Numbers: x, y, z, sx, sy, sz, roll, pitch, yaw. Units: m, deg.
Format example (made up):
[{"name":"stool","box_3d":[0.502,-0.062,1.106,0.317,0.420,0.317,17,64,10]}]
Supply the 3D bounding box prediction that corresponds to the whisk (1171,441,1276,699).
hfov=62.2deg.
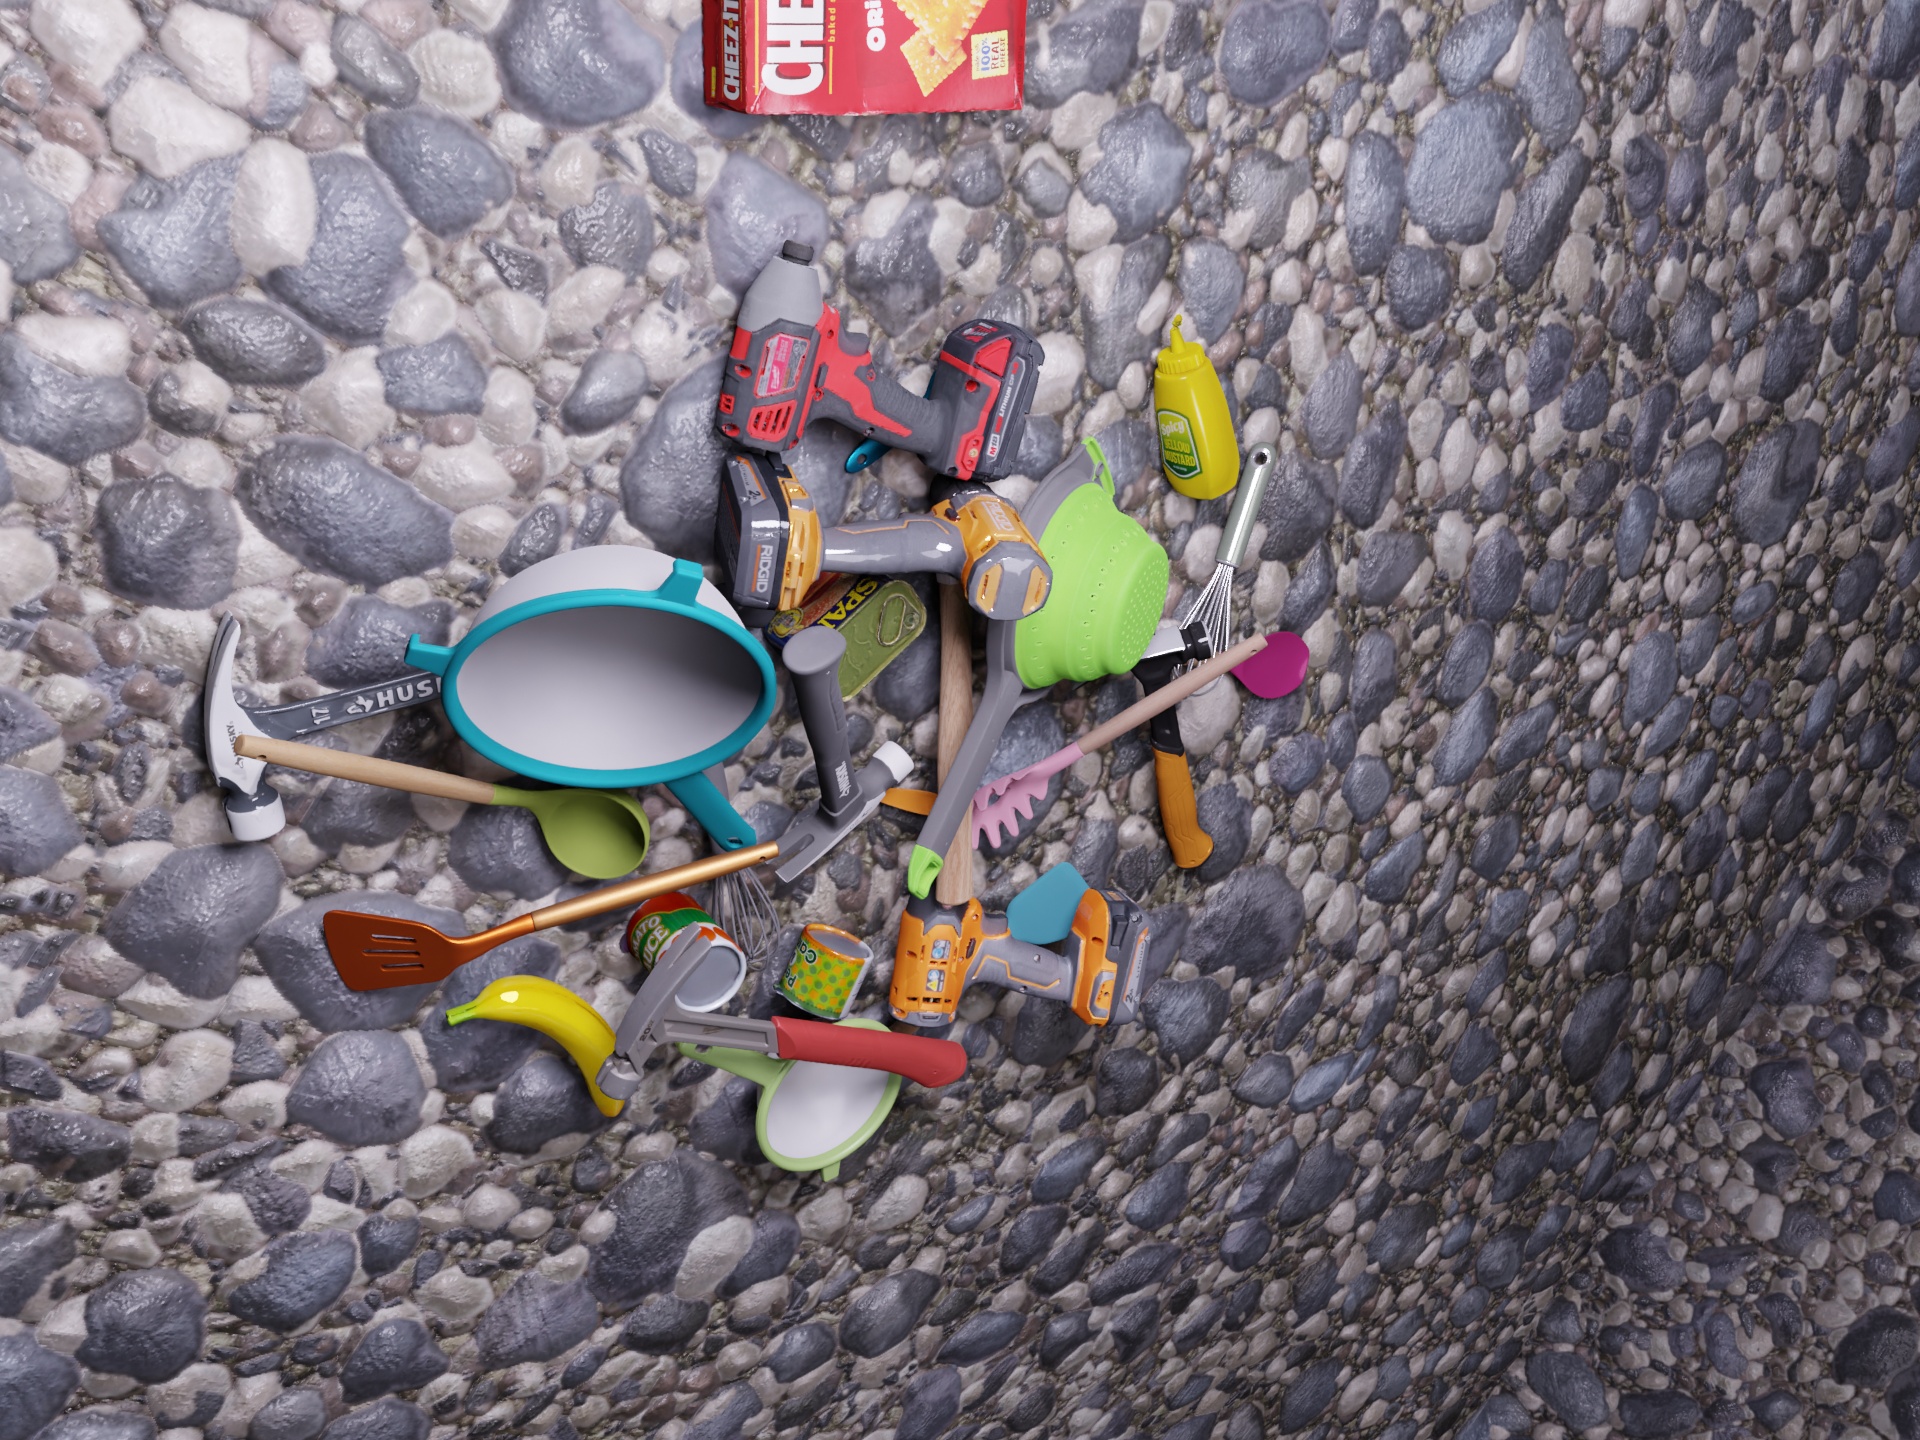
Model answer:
[{"name":"whisk","box_3d":[0.243,-0.136,1.459,0.059,0.058,0.246,2,107,-75]}]

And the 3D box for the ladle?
[{"name":"ladle","box_3d":[-0.338,0.056,1.074,0.078,0.062,0.320,-37,150,23]}]

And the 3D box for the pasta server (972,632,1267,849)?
[{"name":"pasta server","box_3d":[0.131,0.016,1.389,0.316,0.040,0.060,-32,140,15]}]

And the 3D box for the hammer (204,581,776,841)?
[{"name":"hammer","box_3d":[-0.307,-0.045,1.098,0.409,0.036,0.149,-19,122,-30]}]

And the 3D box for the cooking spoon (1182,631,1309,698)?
[{"name":"cooking spoon","box_3d":[0.227,-0.060,1.514,0.318,0.017,0.068,3,105,-39]}]

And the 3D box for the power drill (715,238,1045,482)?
[{"name":"power drill","box_3d":[-0.058,-0.253,1.139,0.219,0.079,0.143,6,110,-28]}]

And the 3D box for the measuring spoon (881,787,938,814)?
[{"name":"measuring spoon","box_3d":[-0.047,0.067,1.378,0.116,0.011,0.021,14,99,-45]}]

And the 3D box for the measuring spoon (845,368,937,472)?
[{"name":"measuring spoon","box_3d":[-0.035,-0.227,1.218,0.128,0.021,0.042,-40,132,-13]}]

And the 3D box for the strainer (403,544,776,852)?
[{"name":"strainer","box_3d":[-0.213,-0.017,1.097,0.211,0.095,0.340,-15,147,8]}]

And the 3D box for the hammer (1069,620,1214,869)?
[{"name":"hammer","box_3d":[0.189,0.040,1.492,0.127,0.034,0.336,-16,139,4]}]

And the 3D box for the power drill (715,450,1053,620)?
[{"name":"power drill","box_3d":[-0.061,-0.143,1.163,0.226,0.186,0.084,2,122,-17]}]

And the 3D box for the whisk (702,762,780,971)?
[{"name":"whisk","box_3d":[-0.186,0.101,1.262,0.055,0.055,0.238,-25,122,-26]}]

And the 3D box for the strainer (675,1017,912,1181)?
[{"name":"strainer","box_3d":[-0.160,0.295,1.367,0.256,0.069,0.151,34,88,-44]}]

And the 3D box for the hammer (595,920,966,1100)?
[{"name":"hammer","box_3d":[-0.118,0.254,1.296,0.358,0.037,0.149,20,108,-46]}]

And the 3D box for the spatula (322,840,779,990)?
[{"name":"spatula","box_3d":[-0.289,0.133,1.158,0.322,0.041,0.081,-16,131,-19]}]

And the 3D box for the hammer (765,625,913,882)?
[{"name":"hammer","box_3d":[-0.100,0.020,1.167,0.146,0.035,0.334,-43,164,-15]}]

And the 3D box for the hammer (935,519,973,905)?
[{"name":"hammer","box_3d":[-0.002,-0.004,1.324,0.130,0.031,0.331,-13,112,-37]}]

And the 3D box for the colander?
[{"name":"colander","box_3d":[0.074,-0.029,1.275,0.397,0.094,0.204,-65,157,-12]}]

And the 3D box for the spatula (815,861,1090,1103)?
[{"name":"spatula","box_3d":[-0.006,0.253,1.484,0.317,0.044,0.082,-39,114,-13]}]

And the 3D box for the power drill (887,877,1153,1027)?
[{"name":"power drill","box_3d":[0.054,0.196,1.440,0.226,0.084,0.164,5,101,-17]}]
